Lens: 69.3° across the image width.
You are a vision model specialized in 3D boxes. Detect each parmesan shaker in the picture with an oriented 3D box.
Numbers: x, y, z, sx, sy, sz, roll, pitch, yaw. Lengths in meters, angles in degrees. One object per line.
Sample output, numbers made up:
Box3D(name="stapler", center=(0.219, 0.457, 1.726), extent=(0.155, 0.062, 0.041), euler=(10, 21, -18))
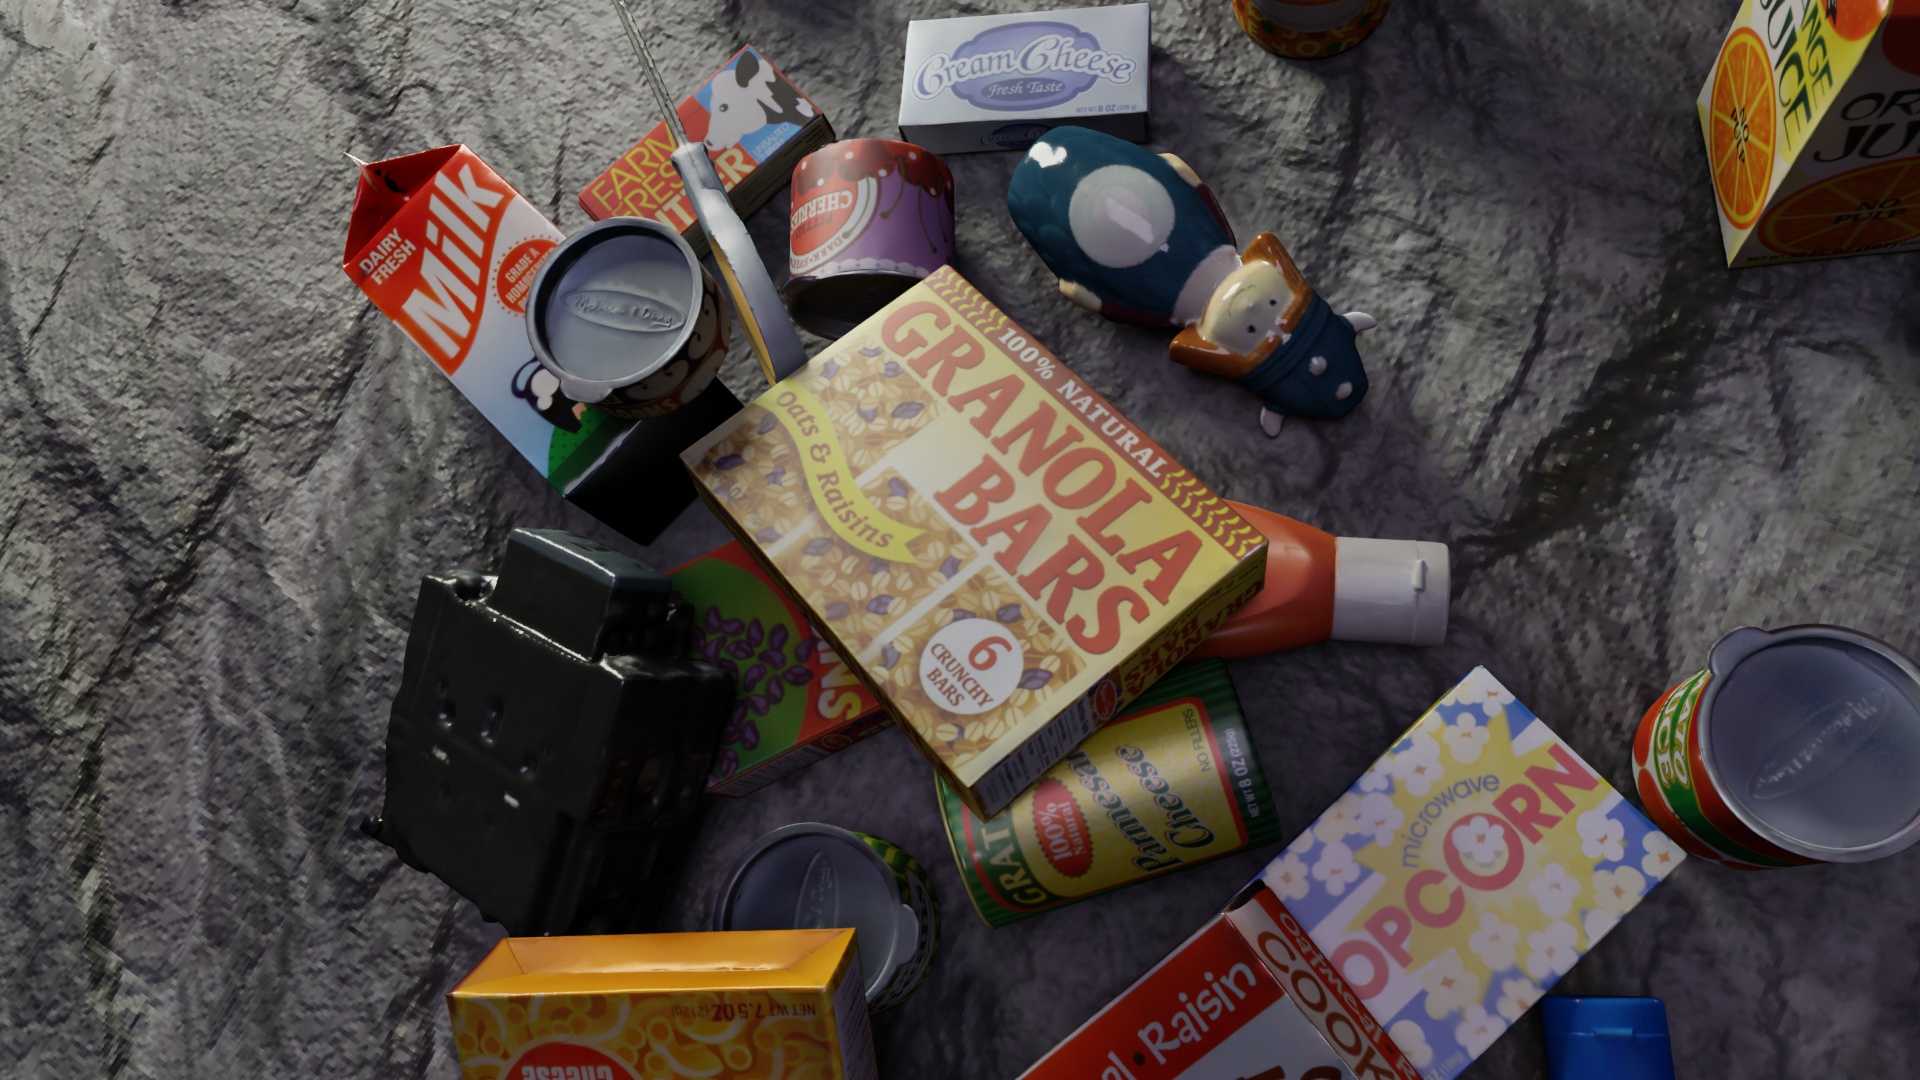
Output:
Box3D(name="parmesan shaker", center=(0.049, 0.082, 0.472), extent=(0.103, 0.071, 0.071), euler=(-19, 71, 7))

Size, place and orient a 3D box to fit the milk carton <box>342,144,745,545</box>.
Box3D(name="milk carton", center=(-0.179, -0.091, 0.570), extent=(0.191, 0.072, 0.073), euler=(42, 86, 20))

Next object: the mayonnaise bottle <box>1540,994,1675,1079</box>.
Box3D(name="mayonnaise bottle", center=(0.201, 0.214, 0.416), extent=(0.065, 0.041, 0.148), euler=(-4, 73, 15))

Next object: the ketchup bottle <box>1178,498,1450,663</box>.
Box3D(name="ketchup bottle", center=(0.094, 0.014, 0.494), extent=(0.149, 0.043, 0.065), euler=(4, 69, 13))

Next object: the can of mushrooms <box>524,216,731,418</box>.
Box3D(name="can of mushrooms", center=(-0.119, -0.077, 0.497), extent=(0.071, 0.033, 0.071), euler=(-3, 74, 10))

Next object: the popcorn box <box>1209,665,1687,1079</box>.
Box3D(name="popcorn box", center=(0.155, 0.115, 0.455), extent=(0.127, 0.038, 0.085), euler=(-43, 69, -2))

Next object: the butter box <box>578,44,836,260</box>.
Box3D(name="butter box", center=(-0.110, -0.161, 0.600), extent=(0.103, 0.024, 0.053), euler=(-42, 71, -1))

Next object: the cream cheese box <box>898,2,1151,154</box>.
Box3D(name="cream cheese box", center=(0.028, -0.192, 0.578), extent=(0.104, 0.024, 0.053), euler=(0, 73, 12))

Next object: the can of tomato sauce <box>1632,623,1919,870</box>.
Box3D(name="can of tomato sauce", center=(0.248, 0.065, 0.425), extent=(0.071, 0.083, 0.071), euler=(-3, 74, 12))

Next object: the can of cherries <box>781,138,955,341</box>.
Box3D(name="can of cherries", center=(-0.036, -0.117, 0.546), extent=(0.071, 0.071, 0.058), euler=(-4, 74, 11))

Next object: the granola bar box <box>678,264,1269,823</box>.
Box3D(name="granola bar box", center=(0.002, -0.006, 0.474), extent=(0.124, 0.039, 0.166), euler=(-38, 60, -12))

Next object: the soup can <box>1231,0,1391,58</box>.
Box3D(name="soup can", center=(0.136, -0.235, 0.535), extent=(0.071, 0.083, 0.071), euler=(-3, 74, 12))

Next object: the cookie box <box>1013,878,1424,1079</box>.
Box3D(name="cookie box", center=(0.097, 0.209, 0.418), extent=(0.122, 0.040, 0.168), euler=(-47, 69, 23))

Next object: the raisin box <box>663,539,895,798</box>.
Box3D(name="raisin box", center=(-0.051, 0.032, 0.524), extent=(0.123, 0.040, 0.086), euler=(-26, 70, 4))

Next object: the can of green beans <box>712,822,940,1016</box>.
Box3D(name="can of green beans", center=(-0.044, 0.134, 0.483), extent=(0.071, 0.057, 0.071), euler=(-3, 74, 12))

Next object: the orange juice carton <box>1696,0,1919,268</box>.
Box3D(name="orange juice carton", center=(0.292, -0.161, 0.422), extent=(0.072, 0.192, 0.073), euler=(-4, 73, 12))

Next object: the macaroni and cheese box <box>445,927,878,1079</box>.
Box3D(name="macaroni and cheese box", center=(-0.084, 0.209, 0.443), extent=(0.124, 0.040, 0.166), euler=(-5, 101, 12))
